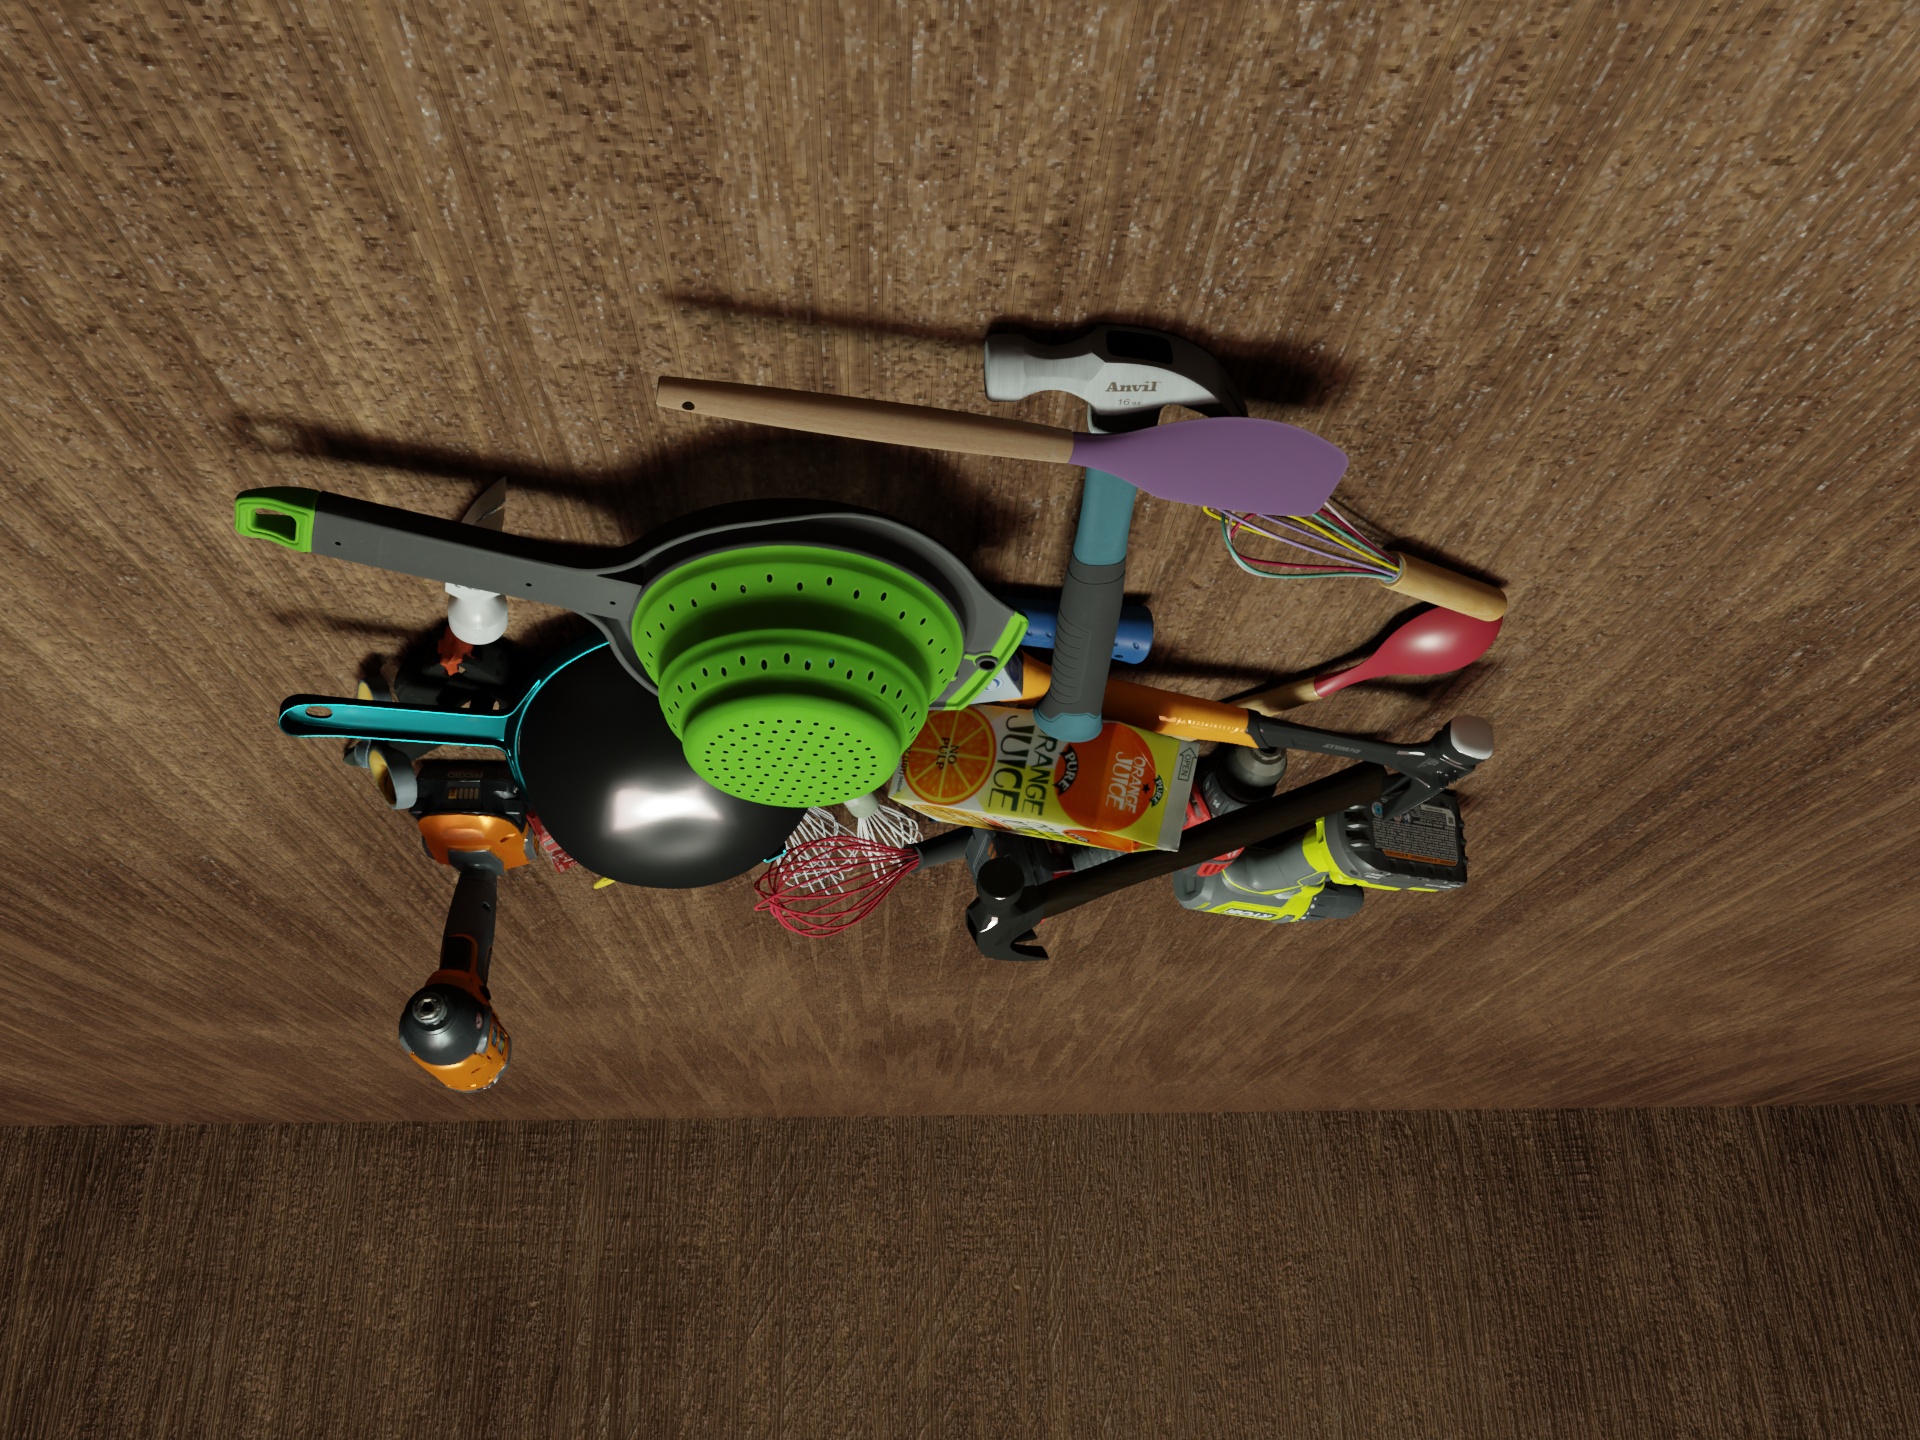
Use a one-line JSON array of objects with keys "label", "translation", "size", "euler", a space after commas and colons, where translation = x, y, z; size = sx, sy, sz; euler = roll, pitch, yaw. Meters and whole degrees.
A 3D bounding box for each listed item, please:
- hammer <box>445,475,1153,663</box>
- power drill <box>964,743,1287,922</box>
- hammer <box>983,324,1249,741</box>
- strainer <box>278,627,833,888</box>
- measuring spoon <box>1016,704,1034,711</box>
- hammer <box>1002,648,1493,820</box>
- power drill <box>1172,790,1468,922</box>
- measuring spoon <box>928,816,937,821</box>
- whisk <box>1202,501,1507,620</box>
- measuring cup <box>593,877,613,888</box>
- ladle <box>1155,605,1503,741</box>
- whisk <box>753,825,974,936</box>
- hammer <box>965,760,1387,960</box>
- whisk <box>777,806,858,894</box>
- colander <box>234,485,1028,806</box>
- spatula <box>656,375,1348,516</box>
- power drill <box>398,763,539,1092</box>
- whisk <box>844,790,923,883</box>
[{"label": "hammer", "translation": [-0.084, -0.070, 0.910], "size": [0.405, 0.035, 0.144], "euler": [5, 157, -14]}, {"label": "power drill", "translation": [0.130, 0.079, 1.188], "size": [0.226, 0.080, 0.187], "euler": [-13, 155, -16]}, {"label": "hammer", "translation": [0.071, -0.081, 0.839], "size": [0.128, 0.033, 0.330], "euler": [-1, 149, -2]}, {"label": "strainer", "translation": [-0.235, 0.035, 0.973], "size": [0.340, 0.095, 0.210], "euler": [5, 132, -22]}, {"label": "measuring spoon", "translation": [0.080, -0.003, 1.119], "size": [0.034, 0.018, 0.124], "euler": [-16, 160, 32]}, {"label": "hammer", "translation": [0.172, 0.003, 1.055], "size": [0.336, 0.034, 0.127], "euler": [11, 155, -11]}, {"label": "power drill", "translation": [0.319, 0.124, 1.358], "size": [0.190, 0.080, 0.228], "euler": [11, 158, -26]}, {"label": "measuring spoon", "translation": [0.036, 0.067, 1.285], "size": [0.128, 0.021, 0.042], "euler": [-5, 179, -15]}, {"label": "whisk", "translation": [0.226, -0.087, 0.877], "size": [0.244, 0.051, 0.047], "euler": [12, 149, -36]}, {"label": "measuring cup", "translation": [-0.251, 0.093, 1.269], "size": [0.156, 0.029, 0.062], "euler": [-33, 164, 35]}, {"label": "ladle", "translation": [0.220, -0.017, 1.071], "size": [0.069, 0.031, 0.315], "euler": [20, 152, -38]}, {"label": "whisk", "translation": [-0.049, 0.110, 1.224], "size": [0.073, 0.073, 0.295], "euler": [-19, 176, 37]}, {"label": "hammer", "translation": [0.157, 0.093, 1.126], "size": [0.331, 0.031, 0.130], "euler": [-18, 150, -17]}, {"label": "whisk", "translation": [-0.134, 0.066, 1.225], "size": [0.070, 0.070, 0.284], "euler": [-5, 153, 9]}, {"label": "colander", "translation": [-0.162, -0.033, 0.803], "size": [0.397, 0.095, 0.204], "euler": [12, 147, -18]}, {"label": "spatula", "translation": [0.025, -0.127, 0.709], "size": [0.315, 0.018, 0.059], "euler": [5, 144, -13]}, {"label": "power drill", "translation": [-0.369, 0.149, 1.181], "size": [0.084, 0.227, 0.164], "euler": [1, 158, -5]}, {"label": "whisk", "translation": [-0.074, 0.069, 1.243], "size": [0.058, 0.059, 0.246], "euler": [21, 161, 22]}]
